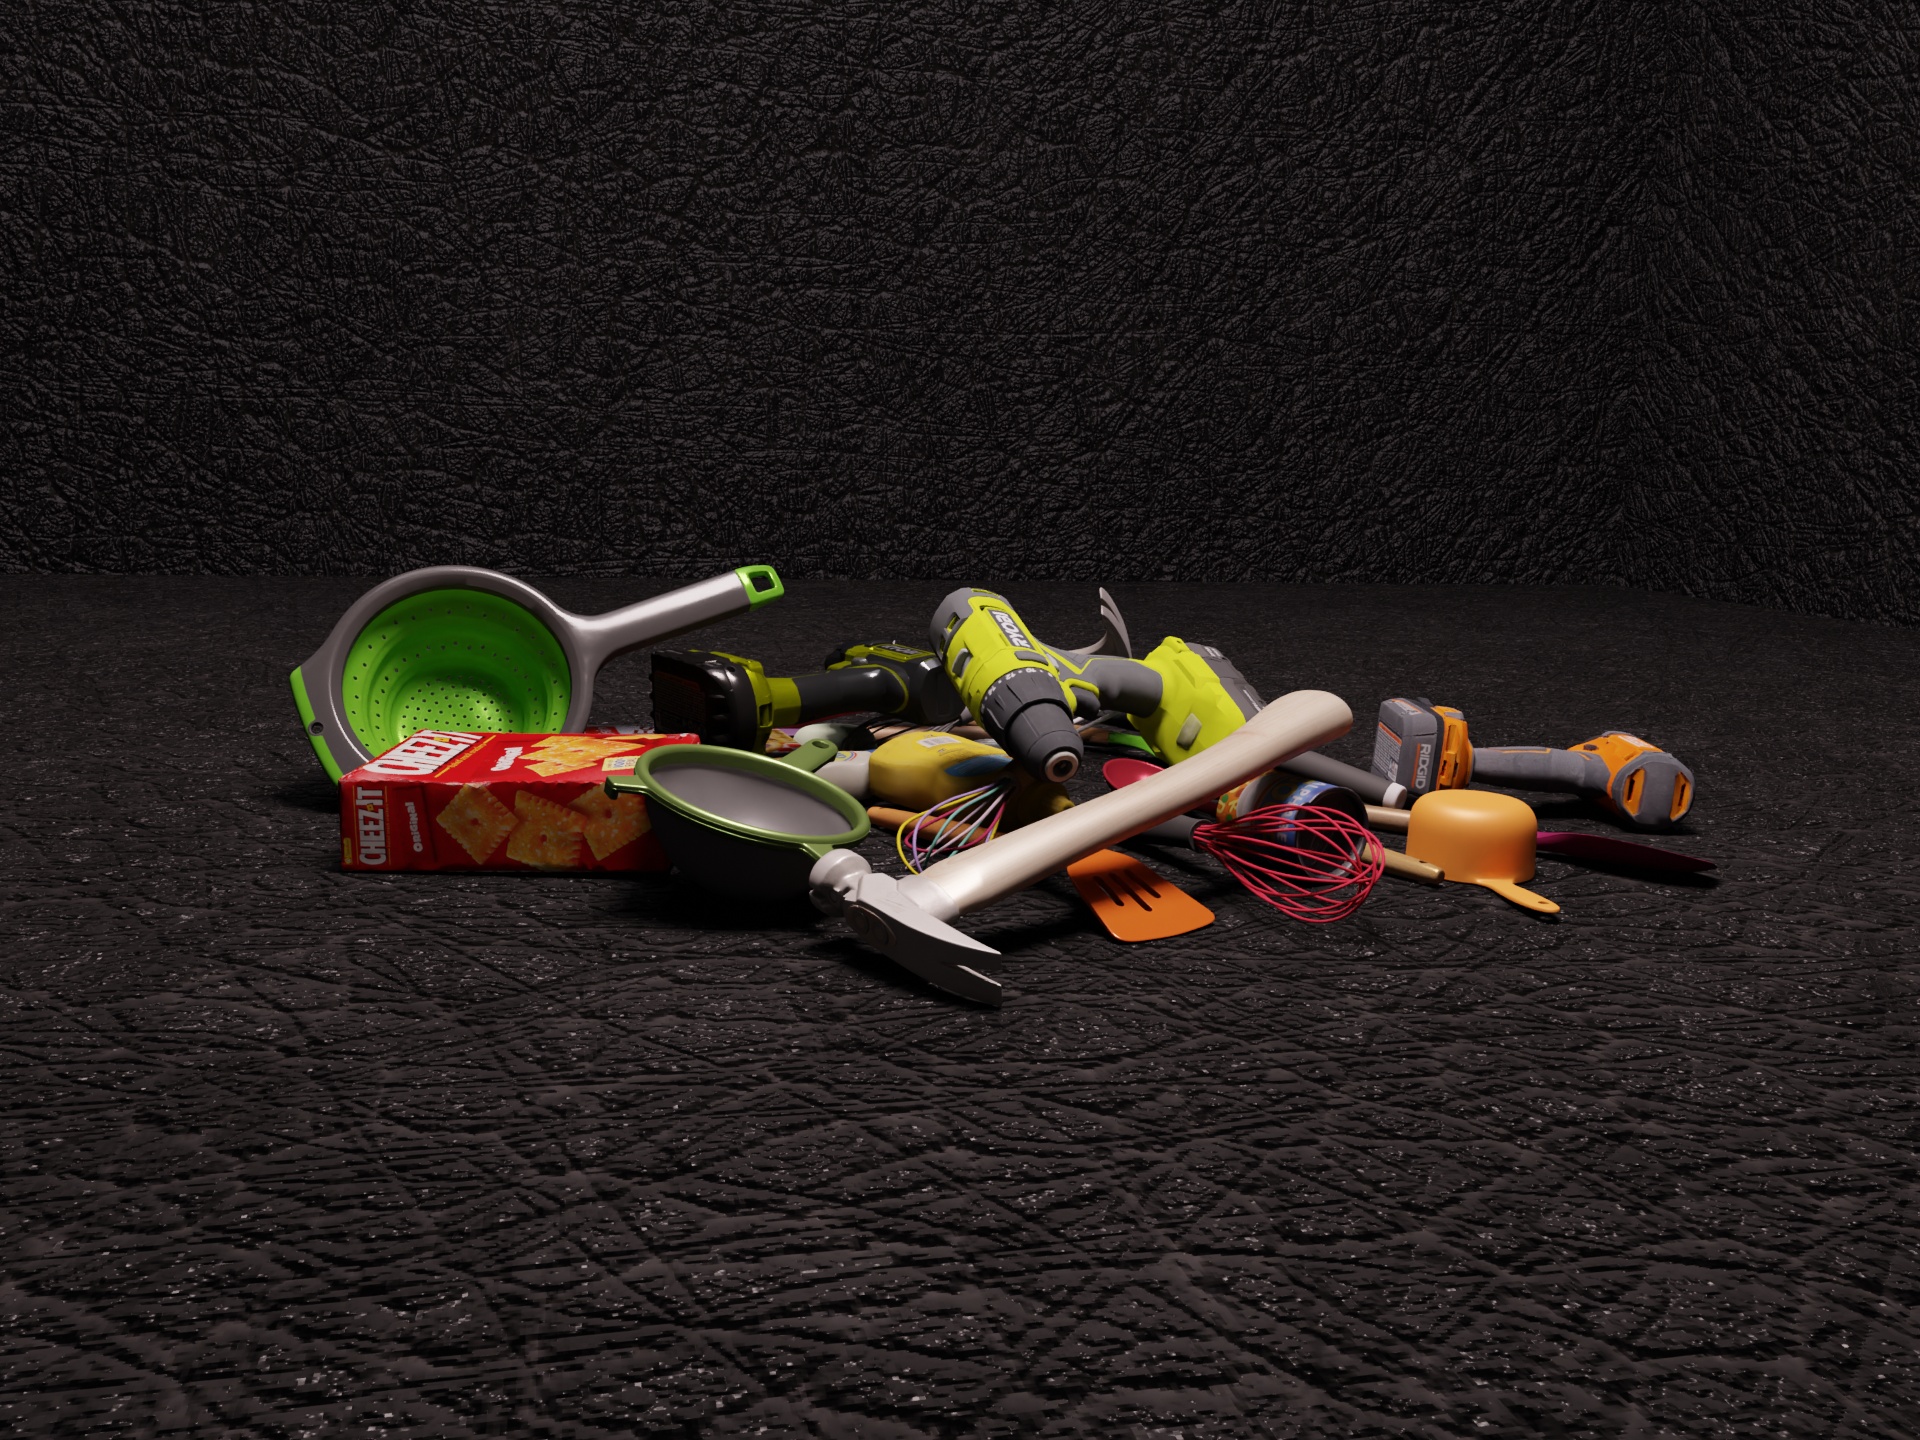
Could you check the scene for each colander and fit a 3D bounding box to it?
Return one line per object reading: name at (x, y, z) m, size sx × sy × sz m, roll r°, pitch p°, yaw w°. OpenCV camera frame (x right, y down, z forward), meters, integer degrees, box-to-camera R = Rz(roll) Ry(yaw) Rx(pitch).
colander at (-0.332, -0.041, 1.304) m, size 0.397 × 0.205 × 0.094 m, roll -22°, pitch -14°, yaw -25°

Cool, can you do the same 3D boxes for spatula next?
spatula at (-0.089, 0.014, 1.505) m, size 0.316 × 0.018 × 0.060 m, roll 0°, pitch -1°, yaw -9°
spatula at (0.031, 0.094, 1.070) m, size 0.081 × 0.041 × 0.323 m, roll -7°, pitch 9°, yaw -36°

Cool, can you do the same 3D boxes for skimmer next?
skimmer at (0.204, 0.039, 1.354) m, size 0.363 × 0.090 × 0.127 m, roll 20°, pitch 26°, yaw 36°

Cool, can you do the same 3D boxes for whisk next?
whisk at (0.173, 0.081, 1.062) m, size 0.073 × 0.073 × 0.296 m, roll -4°, pitch 6°, yaw -27°
whisk at (0.021, 0.048, 1.063) m, size 0.047 × 0.051 × 0.245 m, roll 15°, pitch 25°, yaw 19°
whisk at (-0.002, -0.005, 1.374) m, size 0.239 × 0.055 × 0.055 m, roll -24°, pitch 21°, yaw -27°

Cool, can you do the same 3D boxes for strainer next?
strainer at (-0.128, 0.064, 1.046) m, size 0.151 × 0.069 × 0.256 m, roll 19°, pitch 12°, yaw 6°

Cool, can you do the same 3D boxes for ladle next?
ladle at (0.224, 0.076, 1.185) m, size 0.069 × 0.031 × 0.316 m, roll -10°, pitch 17°, yaw -38°

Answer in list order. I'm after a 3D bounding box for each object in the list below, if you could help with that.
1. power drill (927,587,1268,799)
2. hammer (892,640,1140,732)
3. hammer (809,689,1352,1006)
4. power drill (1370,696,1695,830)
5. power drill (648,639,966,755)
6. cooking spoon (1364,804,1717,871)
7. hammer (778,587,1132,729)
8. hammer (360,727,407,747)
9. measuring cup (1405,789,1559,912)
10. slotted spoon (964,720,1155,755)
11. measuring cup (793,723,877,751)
power drill at (0.103, -0.009, 1.123) m, size 0.228 × 0.080 × 0.191 m, roll 10°, pitch 29°, yaw -29°
hammer at (0.109, -0.016, 1.569) m, size 0.409 × 0.036 × 0.149 m, roll 11°, pitch -11°, yaw 27°
hammer at (0.113, 0.057, 0.974) m, size 0.410 × 0.038 × 0.146 m, roll -21°, pitch 31°, yaw -37°
power drill at (0.461, 0.035, 1.310) m, size 0.226 × 0.084 × 0.164 m, roll 6°, pitch 10°, yaw 3°
power drill at (-0.130, -0.025, 1.285) m, size 0.223 × 0.080 × 0.171 m, roll -9°, pitch 15°, yaw -35°
cooking spoon at (0.388, 0.084, 1.181) m, size 0.319 × 0.017 × 0.068 m, roll 8°, pitch -8°, yaw 34°
hammer at (-0.021, -0.039, 1.479) m, size 0.359 × 0.037 × 0.149 m, roll -9°, pitch -35°, yaw 11°
hammer at (-0.355, 0.021, 1.374) m, size 0.336 × 0.034 × 0.127 m, roll 0°, pitch 9°, yaw -12°
measuring cup at (0.362, 0.085, 1.071) m, size 0.095 × 0.052 × 0.174 m, roll 1°, pitch 8°, yaw -5°
slotted spoon at (0.124, 0.015, 1.511) m, size 0.314 × 0.031 × 0.070 m, roll 7°, pitch 23°, yaw 39°
measuring cup at (-0.084, 0.017, 1.422) m, size 0.083 × 0.038 × 0.167 m, roll 8°, pitch 14°, yaw 34°
